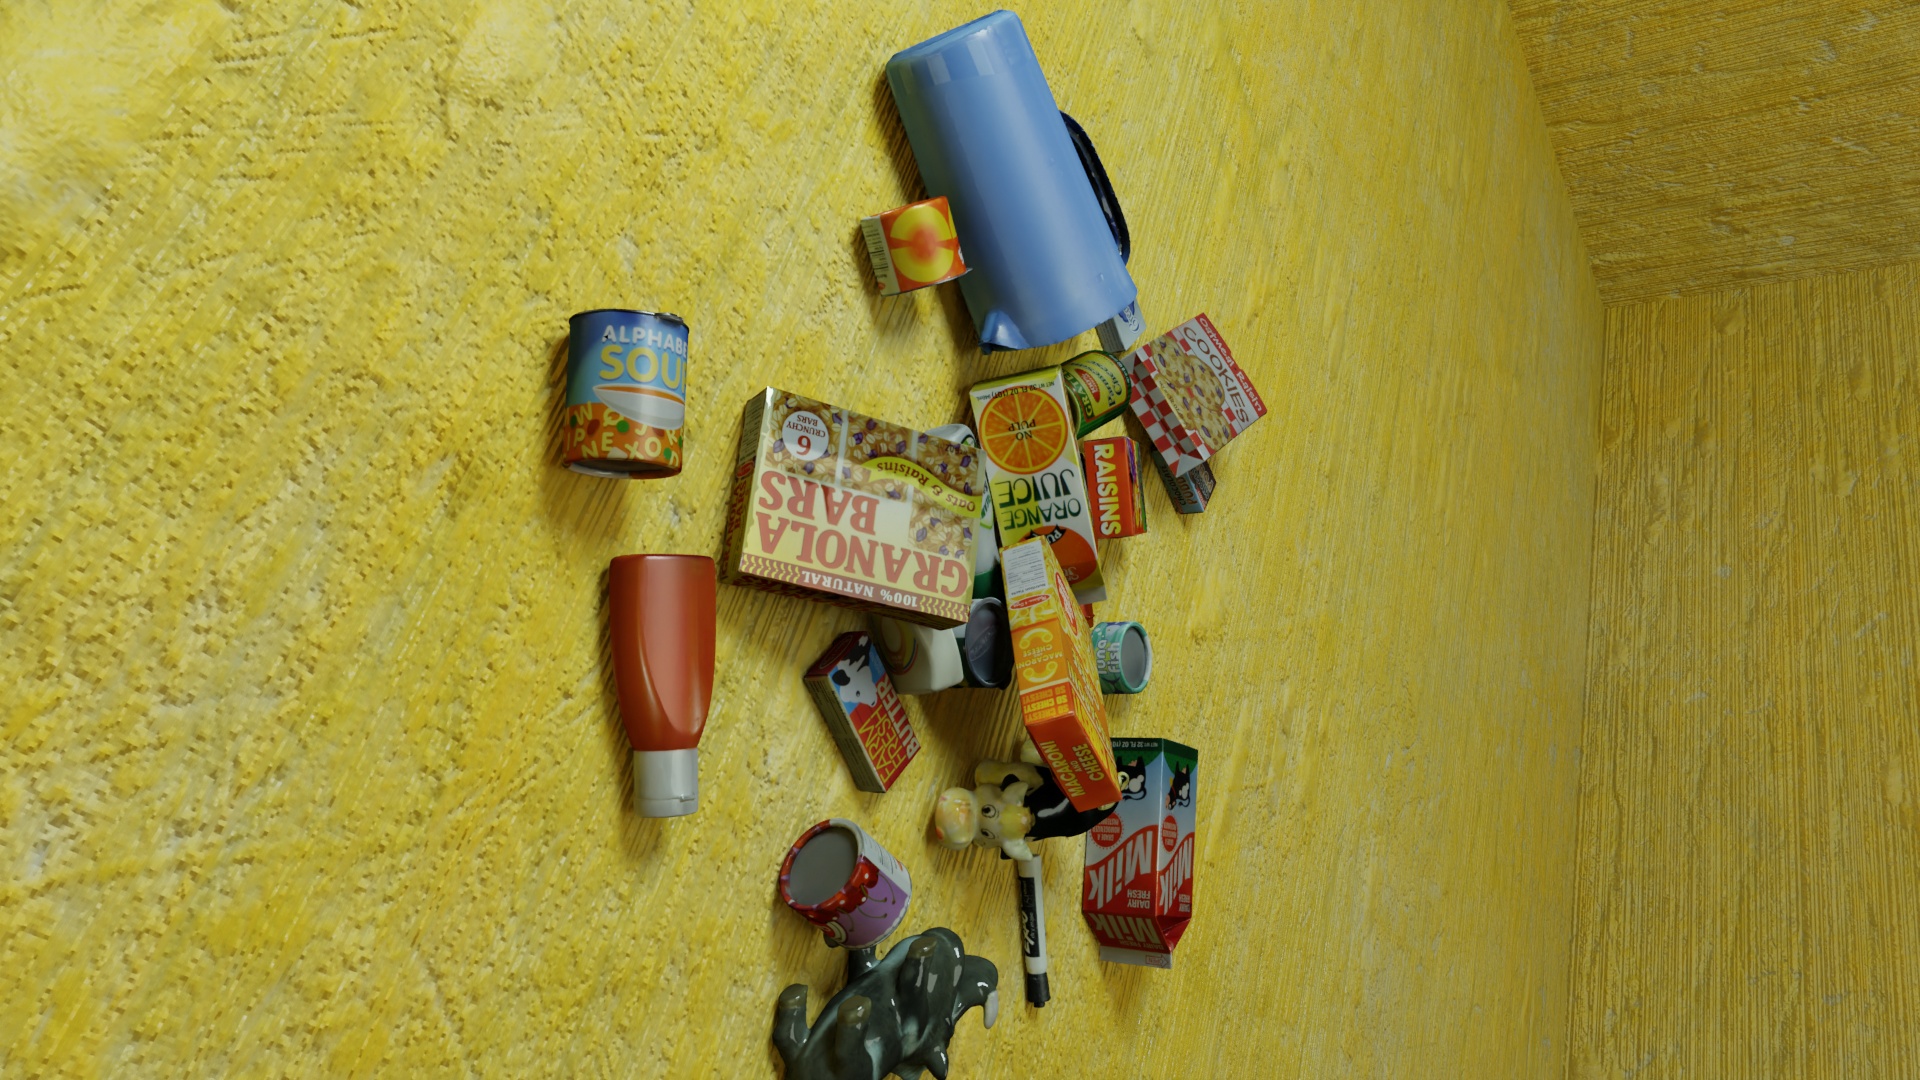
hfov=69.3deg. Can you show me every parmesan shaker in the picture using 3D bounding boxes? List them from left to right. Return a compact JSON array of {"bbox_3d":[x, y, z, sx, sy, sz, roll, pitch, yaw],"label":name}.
[{"bbox_3d":[0.094,-0.123,1.181,0.103,0.071,0.071,-32,112,-52],"label":"parmesan shaker"}]

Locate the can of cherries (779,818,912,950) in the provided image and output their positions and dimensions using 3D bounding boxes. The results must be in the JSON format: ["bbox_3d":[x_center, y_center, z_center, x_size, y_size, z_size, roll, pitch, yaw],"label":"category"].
[{"bbox_3d":[-0.076,0.223,0.895,0.058,0.071,0.072,51,47,-39],"label":"can of cherries"}]

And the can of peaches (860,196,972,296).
[{"bbox_3d":[-0.032,-0.215,1.010,0.071,0.071,0.058,-35,114,-51],"label":"can of peaches"}]

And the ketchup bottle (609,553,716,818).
[{"bbox_3d":[-0.170,0.082,0.798,0.065,0.043,0.149,4,82,-54],"label":"ketchup bottle"}]

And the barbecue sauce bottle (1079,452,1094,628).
[{"bbox_3d":[0.087,0.002,1.174,0.065,0.043,0.148,-12,96,-59],"label":"barbecue sauce bottle"}]

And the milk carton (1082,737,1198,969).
[{"bbox_3d":[0.158,0.272,1.213,0.073,0.072,0.191,25,66,-52],"label":"milk carton"}]

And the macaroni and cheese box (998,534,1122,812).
[{"bbox_3d":[0.073,0.099,1.032,0.123,0.040,0.167,60,17,-44],"label":"macaroni and cheese box"}]

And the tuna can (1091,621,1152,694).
[{"bbox_3d":[0.142,0.105,1.247,0.071,0.033,0.071,10,77,-55],"label":"tuna can"}]

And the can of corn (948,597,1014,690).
[{"bbox_3d":[0.000,0.079,1.027,0.071,0.058,0.071,10,77,-54],"label":"can of corn"}]

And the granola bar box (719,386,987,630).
[{"bbox_3d":[-0.067,-0.018,0.908,0.165,0.039,0.124,15,72,-29],"label":"granola bar box"}]

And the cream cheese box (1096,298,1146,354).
[{"bbox_3d":[0.138,-0.231,1.293,0.054,0.024,0.103,-49,125,-44],"label":"cream cheese box"}]

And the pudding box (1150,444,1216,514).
[{"bbox_3d":[0.223,-0.073,1.387,0.083,0.030,0.050,61,42,-30],"label":"pudding box"}]

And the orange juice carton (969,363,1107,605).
[{"bbox_3d":[0.064,-0.037,1.100,0.073,0.072,0.192,-64,142,-77],"label":"orange juice carton"}]

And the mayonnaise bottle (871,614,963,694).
[{"bbox_3d":[-0.042,0.033,0.973,0.041,0.064,0.148,-18,96,-41],"label":"mayonnaise bottle"}]

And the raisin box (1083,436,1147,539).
[{"bbox_3d":[0.137,-0.045,1.216,0.123,0.040,0.086,-5,90,-77],"label":"raisin box"}]

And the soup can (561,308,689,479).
[{"bbox_3d":[-0.185,-0.080,0.774,0.071,0.071,0.084,11,77,-54],"label":"soup can"}]

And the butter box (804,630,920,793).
[{"bbox_3d":[-0.066,0.119,0.957,0.053,0.024,0.103,-49,124,-45],"label":"butter box"}]

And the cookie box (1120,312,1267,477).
[{"bbox_3d":[0.226,-0.146,1.357,0.123,0.040,0.168,57,39,0],"label":"cookie box"}]

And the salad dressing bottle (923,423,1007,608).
[{"bbox_3d":[0.004,-0.013,1.056,0.064,0.044,0.147,-47,124,-56],"label":"salad dressing bottle"}]
